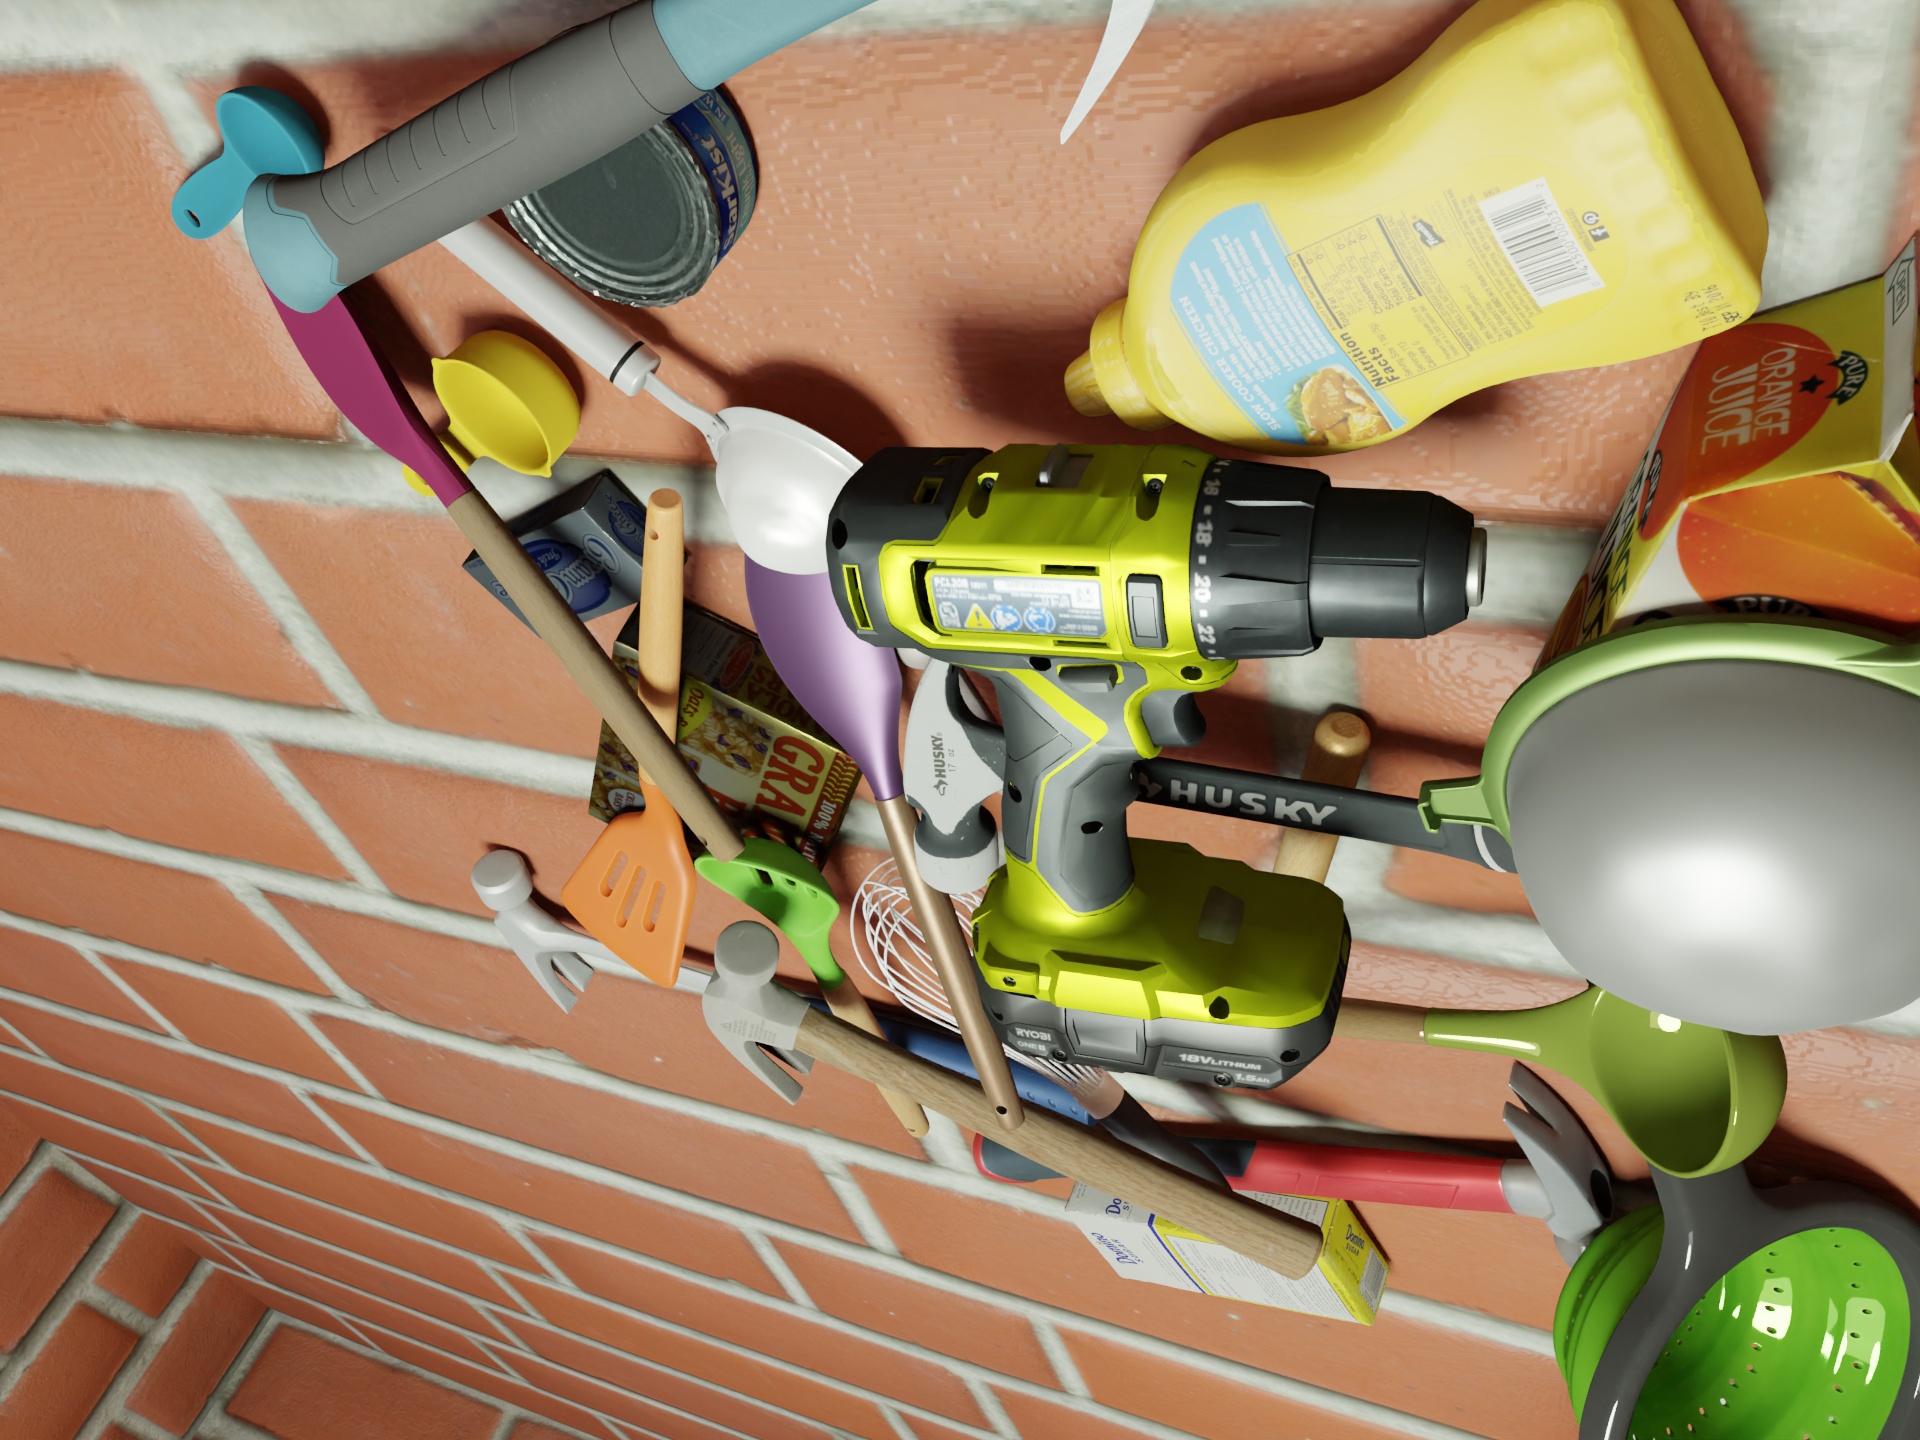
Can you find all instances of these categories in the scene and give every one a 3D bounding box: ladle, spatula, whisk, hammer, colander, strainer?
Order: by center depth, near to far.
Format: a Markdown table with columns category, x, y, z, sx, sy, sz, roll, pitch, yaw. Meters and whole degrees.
| category | x | y | z | sx | sy | sz | roll | pitch | yaw |
| --- | --- | --- | --- | --- | --- | --- | --- | --- | --- |
| strainer | 0.229 | 0.019 | 0.394 | 0.151 | 0.069 | 0.256 | 27 | 147 | 1 |
| hammer | -0.088 | -0.186 | 0.445 | 0.331 | 0.033 | 0.128 | -13 | 124 | 30 |
| hammer | 0.173 | 0.034 | 0.577 | 0.409 | 0.036 | 0.149 | 8 | 134 | 15 |
| strainer | -0.114 | -0.122 | 0.585 | 0.258 | 0.050 | 0.087 | 39 | 158 | -6 |
| ladle | 0.160 | 0.123 | 0.644 | 0.320 | 0.078 | 0.062 | -2 | -179 | 40 |
| whisk | 0.139 | 0.081 | 0.691 | 0.051 | 0.047 | 0.244 | 14 | 139 | 10 |
| spatula | -0.025 | 0.054 | 0.699 | 0.060 | 0.018 | 0.315 | -9 | 114 | 25 |
| colander | 0.315 | 0.225 | 0.711 | 0.396 | 0.204 | 0.095 | 64 | 167 | -21 |
| spatula | -0.143 | 0.016 | 0.715 | 0.081 | 0.041 | 0.322 | 36 | 145 | 14 |
| hammer | 0.023 | 0.203 | 0.805 | 0.331 | 0.031 | 0.130 | 23 | 145 | 4 |
| whisk | 0.051 | 0.172 | 0.824 | 0.284 | 0.070 | 0.070 | 45 | 142 | -17 |
| hammer | 0.155 | 0.239 | 0.883 | 0.386 | 0.038 | 0.143 | -8 | 131 | 40 |
| hammer | -0.108 | 0.178 | 0.978 | 0.405 | 0.035 | 0.143 | 13 | 143 | 18 |

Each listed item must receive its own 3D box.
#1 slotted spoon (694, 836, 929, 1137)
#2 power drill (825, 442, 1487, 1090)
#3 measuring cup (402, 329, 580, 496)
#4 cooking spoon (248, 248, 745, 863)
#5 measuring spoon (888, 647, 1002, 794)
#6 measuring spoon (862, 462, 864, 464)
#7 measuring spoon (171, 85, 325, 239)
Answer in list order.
| category | x | y | z | sx | sy | sz | roll | pitch | yaw |
| --- | --- | --- | --- | --- | --- | --- | --- | --- | --- |
| slotted spoon | -0.063 | 0.151 | 0.855 | 0.070 | 0.031 | 0.313 | 7 | 143 | 23 |
| power drill | 0.070 | 0.015 | 0.522 | 0.190 | 0.080 | 0.228 | 4 | 129 | 21 |
| measuring cup | -0.204 | -0.123 | 0.670 | 0.062 | 0.029 | 0.156 | 47 | 153 | -20 |
| cooking spoon | -0.189 | -0.070 | 0.654 | 0.319 | 0.017 | 0.069 | 54 | 147 | -6 |
| measuring spoon | -0.001 | -0.002 | 0.690 | 0.034 | 0.018 | 0.124 | 1 | 139 | 32 |
| measuring spoon | -0.033 | -0.085 | 0.610 | 0.117 | 0.011 | 0.021 | 26 | 145 | 1 |
| measuring spoon | -0.274 | -0.210 | 0.608 | 0.129 | 0.021 | 0.042 | -3 | 132 | 49 |
